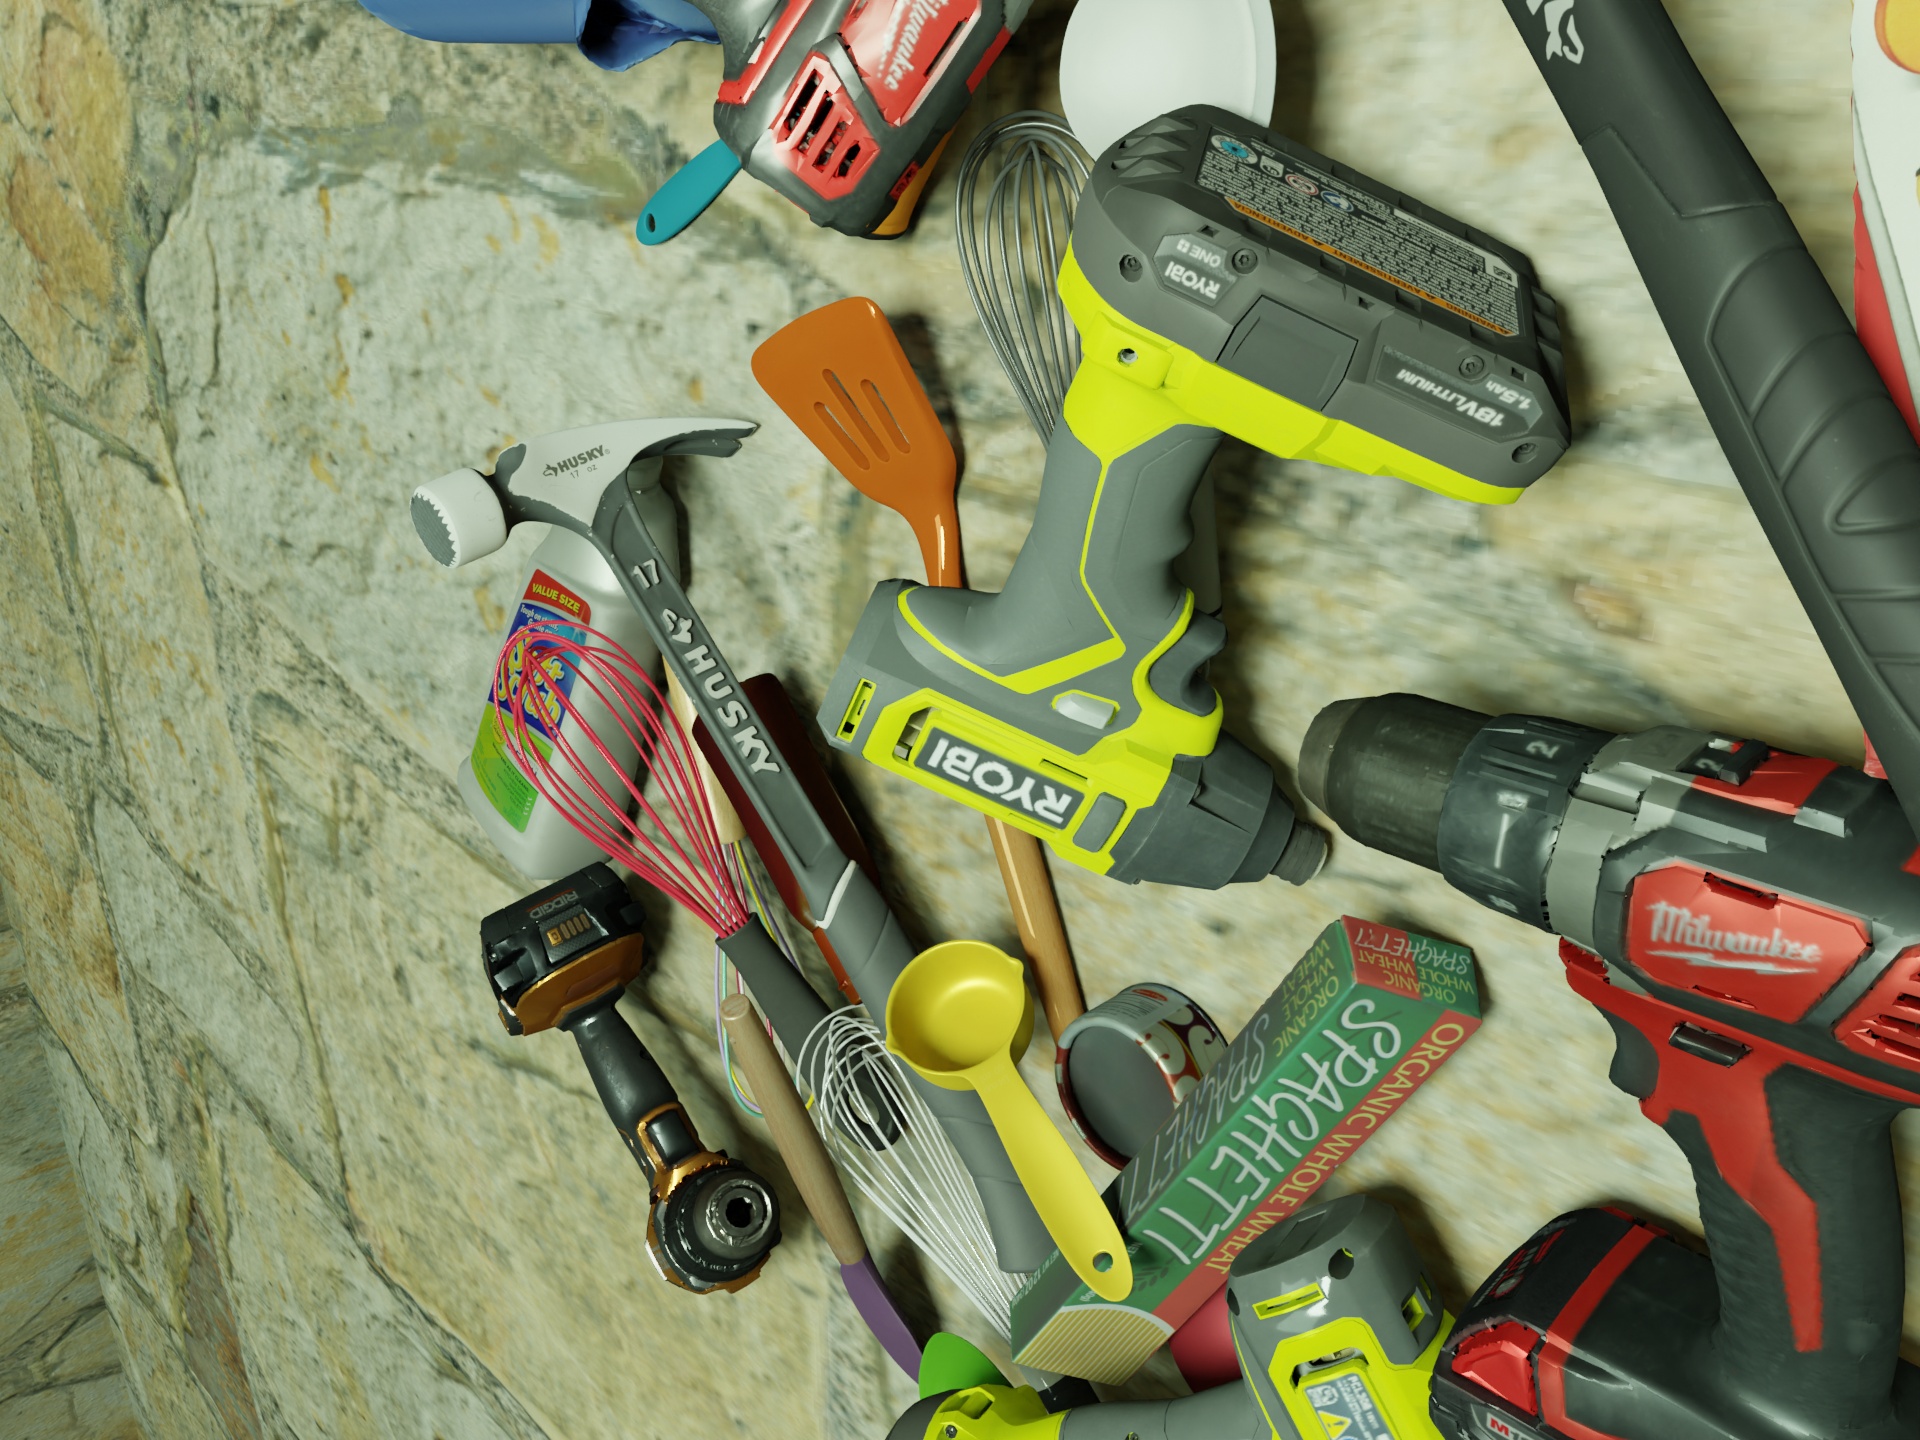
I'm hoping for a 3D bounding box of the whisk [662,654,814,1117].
[{"bbox_3d":[-0.115,0.081,0.781,0.047,0.051,0.245,-5,98,54],"label":"whisk"}]

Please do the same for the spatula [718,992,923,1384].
[{"bbox_3d":[-0.056,0.221,0.707,0.060,0.018,0.315,29,148,38],"label":"spatula"}]

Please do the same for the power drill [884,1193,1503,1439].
[{"bbox_3d":[0.093,0.287,0.543,0.228,0.080,0.190,-31,82,28],"label":"power drill"}]

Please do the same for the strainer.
[{"bbox_3d":[0.063,-0.125,0.483,0.087,0.050,0.258,35,141,52],"label":"strainer"}]

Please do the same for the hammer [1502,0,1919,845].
[{"bbox_3d":[0.146,-0.114,0.336,0.146,0.035,0.335,120,135,-65],"label":"hammer"}]

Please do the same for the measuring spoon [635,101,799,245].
[{"bbox_3d":[-0.111,-0.230,0.666,0.128,0.021,0.042,-20,90,49],"label":"measuring spoon"}]

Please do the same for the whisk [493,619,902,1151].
[{"bbox_3d":[-0.115,0.080,0.734,0.073,0.073,0.295,-25,103,50],"label":"whisk"}]

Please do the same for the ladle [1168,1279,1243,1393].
[{"bbox_3d":[0.164,0.338,0.587,0.315,0.031,0.069,58,139,11],"label":"ladle"}]

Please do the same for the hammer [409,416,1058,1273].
[{"bbox_3d":[-0.059,0.053,0.665,0.409,0.149,0.036,58,145,0],"label":"hammer"}]

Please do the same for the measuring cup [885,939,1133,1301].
[{"bbox_3d":[0.024,0.150,0.596,0.157,0.062,0.029,56,177,37],"label":"measuring cup"}]

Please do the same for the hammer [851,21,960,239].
[{"bbox_3d":[0.037,-0.279,0.475,0.127,0.034,0.336,55,138,19],"label":"hammer"}]

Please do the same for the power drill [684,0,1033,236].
[{"bbox_3d":[-0.075,-0.257,0.447,0.219,0.079,0.143,34,109,-14],"label":"power drill"}]

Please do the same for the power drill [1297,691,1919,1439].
[{"bbox_3d":[0.173,0.103,0.417,0.188,0.080,0.226,20,127,42],"label":"power drill"}]

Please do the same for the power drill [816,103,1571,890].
[{"bbox_3d":[0.070,-0.044,0.469,0.171,0.080,0.223,24,131,-4],"label":"power drill"}]

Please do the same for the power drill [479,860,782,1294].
[{"bbox_3d":[-0.165,0.190,0.822,0.226,0.084,0.185,59,157,10],"label":"power drill"}]

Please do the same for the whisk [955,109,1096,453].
[{"bbox_3d":[0.039,-0.082,0.543,0.055,0.055,0.239,7,114,46],"label":"whisk"}]

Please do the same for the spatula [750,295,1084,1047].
[{"bbox_3d":[-0.001,-0.002,0.622,0.081,0.041,0.322,-11,98,49],"label":"spatula"}]

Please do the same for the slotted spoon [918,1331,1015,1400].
[{"bbox_3d":[0.101,0.324,0.601,0.314,0.031,0.070,17,121,34],"label":"slotted spoon"}]

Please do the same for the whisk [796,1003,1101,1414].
[{"bbox_3d":[0.018,0.250,0.689,0.285,0.070,0.070,57,138,8],"label":"whisk"}]
